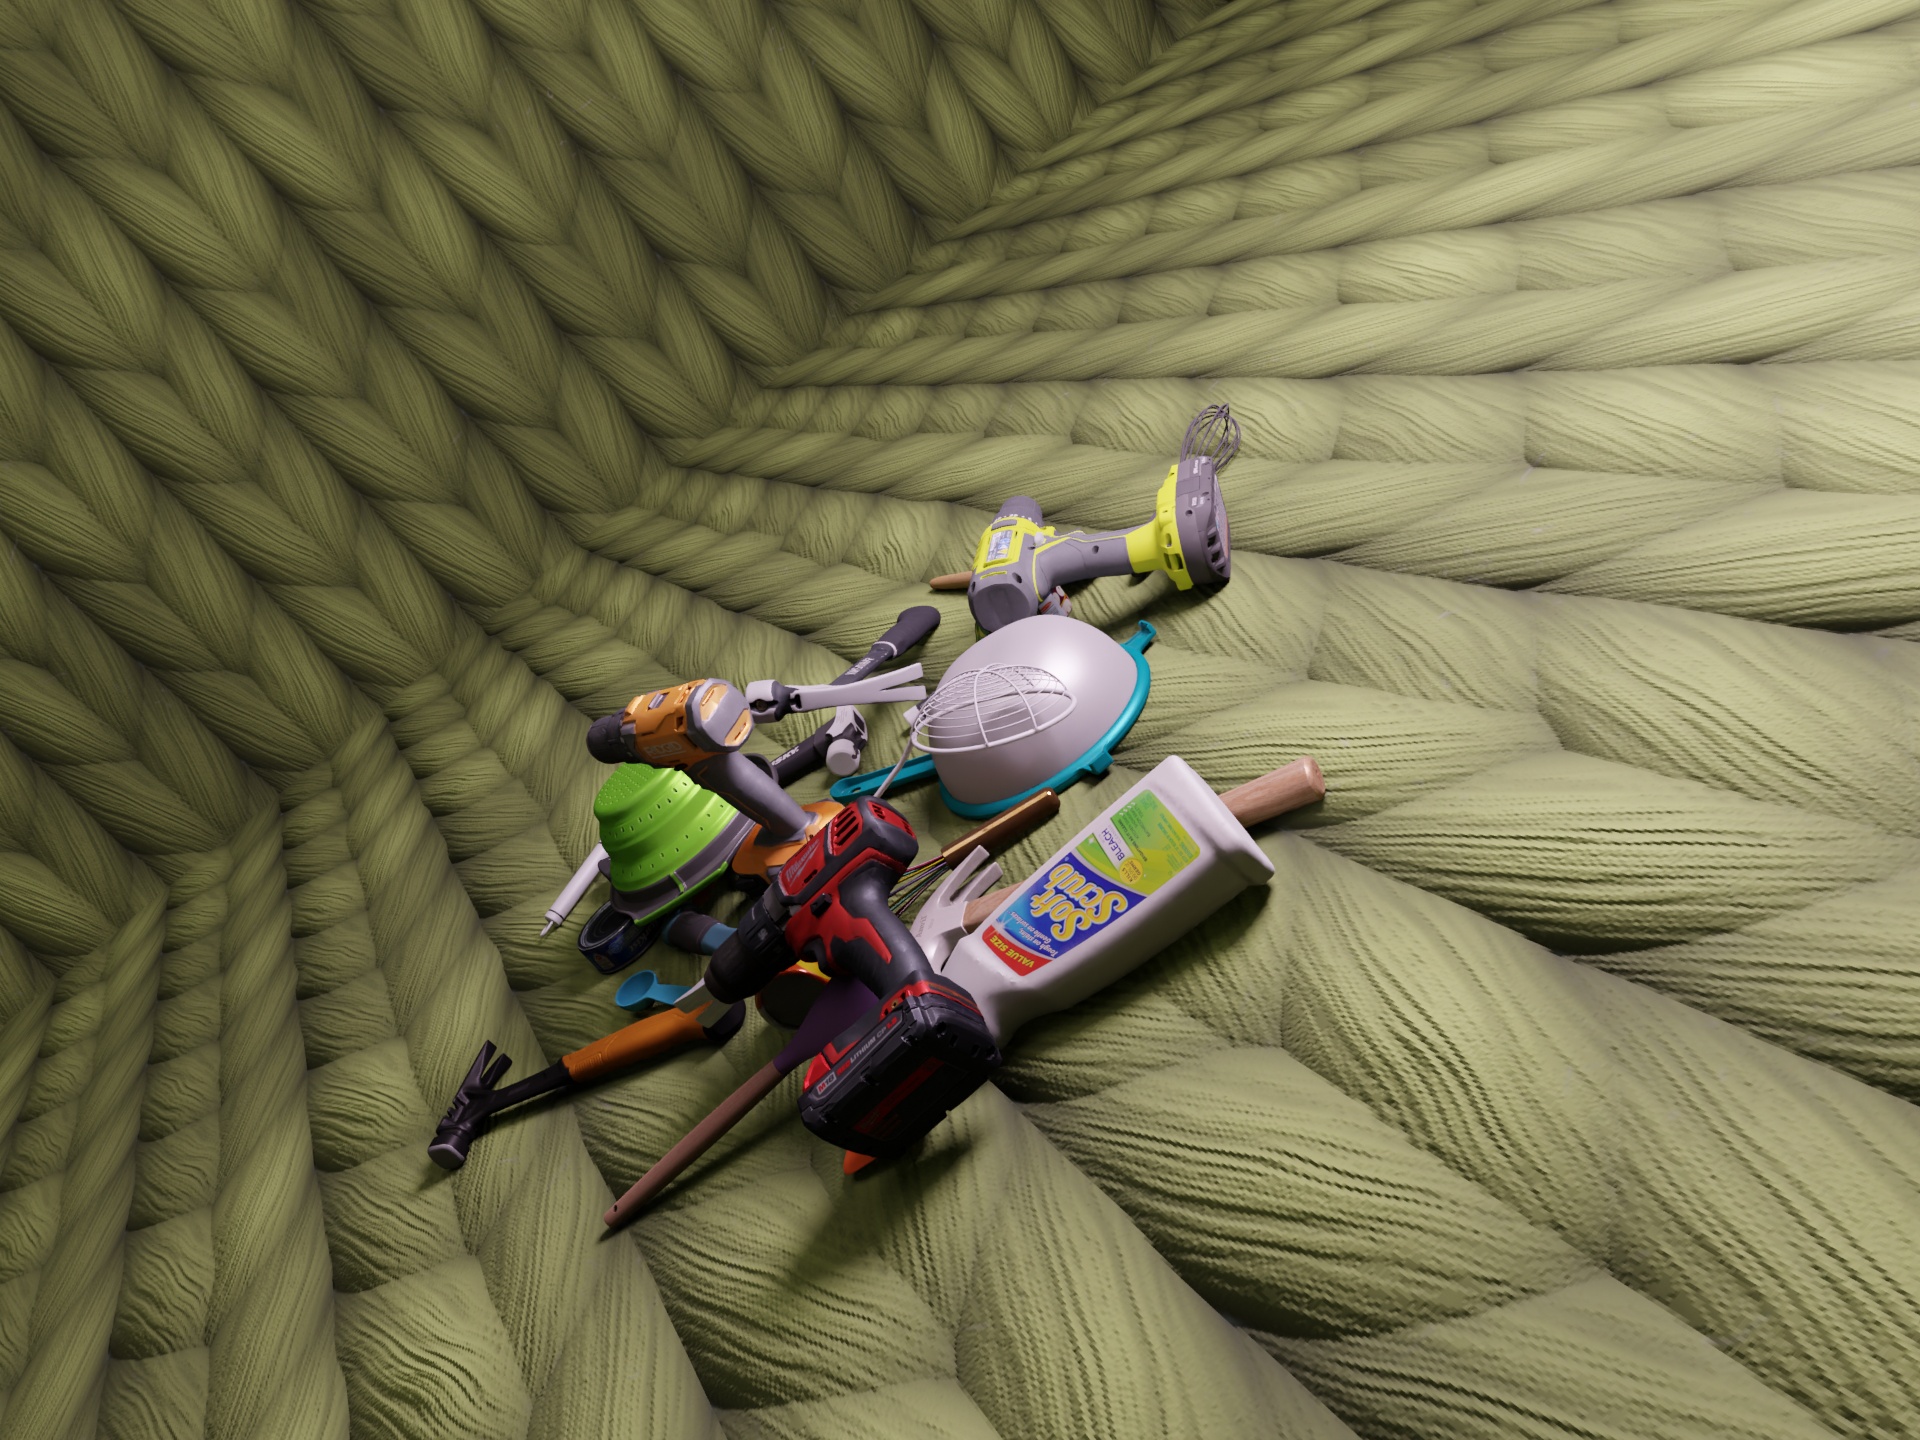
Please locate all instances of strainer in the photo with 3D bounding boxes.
[{"bbox_3d":[-0.378,0.130,1.728,0.087,0.050,0.258,-12,39,55],"label":"strainer"},{"bbox_3d":[-0.002,-0.004,1.376,0.340,0.095,0.211,-19,30,33],"label":"strainer"}]

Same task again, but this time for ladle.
[{"bbox_3d":[0.046,-0.152,1.649,0.315,0.069,0.031,1,82,61],"label":"ladle"}]

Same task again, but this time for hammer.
[{"bbox_3d":[-0.072,-0.064,1.503,0.149,0.036,0.409,-6,12,12],"label":"hammer"},{"bbox_3d":[0.101,0.100,1.122,0.331,0.031,0.130,-26,27,24],"label":"hammer"},{"bbox_3d":[-0.315,0.288,1.362,0.337,0.034,0.127,-25,28,27],"label":"hammer"},{"bbox_3d":[-0.237,0.079,1.630,0.335,0.035,0.146,-31,25,16],"label":"hammer"},{"bbox_3d":[-0.204,0.179,1.311,0.128,0.033,0.331,-55,14,-14],"label":"hammer"}]

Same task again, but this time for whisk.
[{"bbox_3d":[-0.028,0.123,1.257,0.245,0.047,0.051,-31,29,3],"label":"whisk"},{"bbox_3d":[0.213,-0.223,1.537,0.055,0.055,0.239,-9,41,48],"label":"whisk"}]

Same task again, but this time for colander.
[{"bbox_3d":[-0.285,0.045,1.594,0.204,0.094,0.397,-33,24,13],"label":"colander"}]

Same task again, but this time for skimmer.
[{"bbox_3d":[-0.049,0.087,1.264,0.363,0.090,0.127,-51,-1,28],"label":"skimmer"}]

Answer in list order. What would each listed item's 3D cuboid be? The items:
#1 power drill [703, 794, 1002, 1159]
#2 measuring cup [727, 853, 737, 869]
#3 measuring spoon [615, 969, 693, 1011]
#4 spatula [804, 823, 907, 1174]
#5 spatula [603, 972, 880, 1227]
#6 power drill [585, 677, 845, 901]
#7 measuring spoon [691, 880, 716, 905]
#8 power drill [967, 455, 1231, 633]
[{"bbox_3d":[-0.084,0.178,1.056,0.188,0.080,0.227,-44,41,14],"label":"power drill"},{"bbox_3d":[-0.200,0.135,1.500,0.062,0.029,0.157,-44,36,-11],"label":"measuring cup"},{"bbox_3d":[-0.251,0.244,1.382,0.129,0.021,0.042,0,42,42],"label":"measuring spoon"},{"bbox_3d":[-0.078,0.183,1.149,0.081,0.041,0.323,-38,42,13],"label":"spatula"},{"bbox_3d":[-0.146,0.260,1.127,0.316,0.018,0.060,-44,40,13],"label":"spatula"},{"bbox_3d":[-0.207,0.062,1.368,0.185,0.226,0.084,-11,39,43],"label":"power drill"},{"bbox_3d":[-0.225,0.125,1.495,0.021,0.011,0.117,-7,43,34],"label":"measuring spoon"},{"bbox_3d":[0.123,-0.166,1.438,0.228,0.080,0.191,-11,32,17],"label":"power drill"}]
